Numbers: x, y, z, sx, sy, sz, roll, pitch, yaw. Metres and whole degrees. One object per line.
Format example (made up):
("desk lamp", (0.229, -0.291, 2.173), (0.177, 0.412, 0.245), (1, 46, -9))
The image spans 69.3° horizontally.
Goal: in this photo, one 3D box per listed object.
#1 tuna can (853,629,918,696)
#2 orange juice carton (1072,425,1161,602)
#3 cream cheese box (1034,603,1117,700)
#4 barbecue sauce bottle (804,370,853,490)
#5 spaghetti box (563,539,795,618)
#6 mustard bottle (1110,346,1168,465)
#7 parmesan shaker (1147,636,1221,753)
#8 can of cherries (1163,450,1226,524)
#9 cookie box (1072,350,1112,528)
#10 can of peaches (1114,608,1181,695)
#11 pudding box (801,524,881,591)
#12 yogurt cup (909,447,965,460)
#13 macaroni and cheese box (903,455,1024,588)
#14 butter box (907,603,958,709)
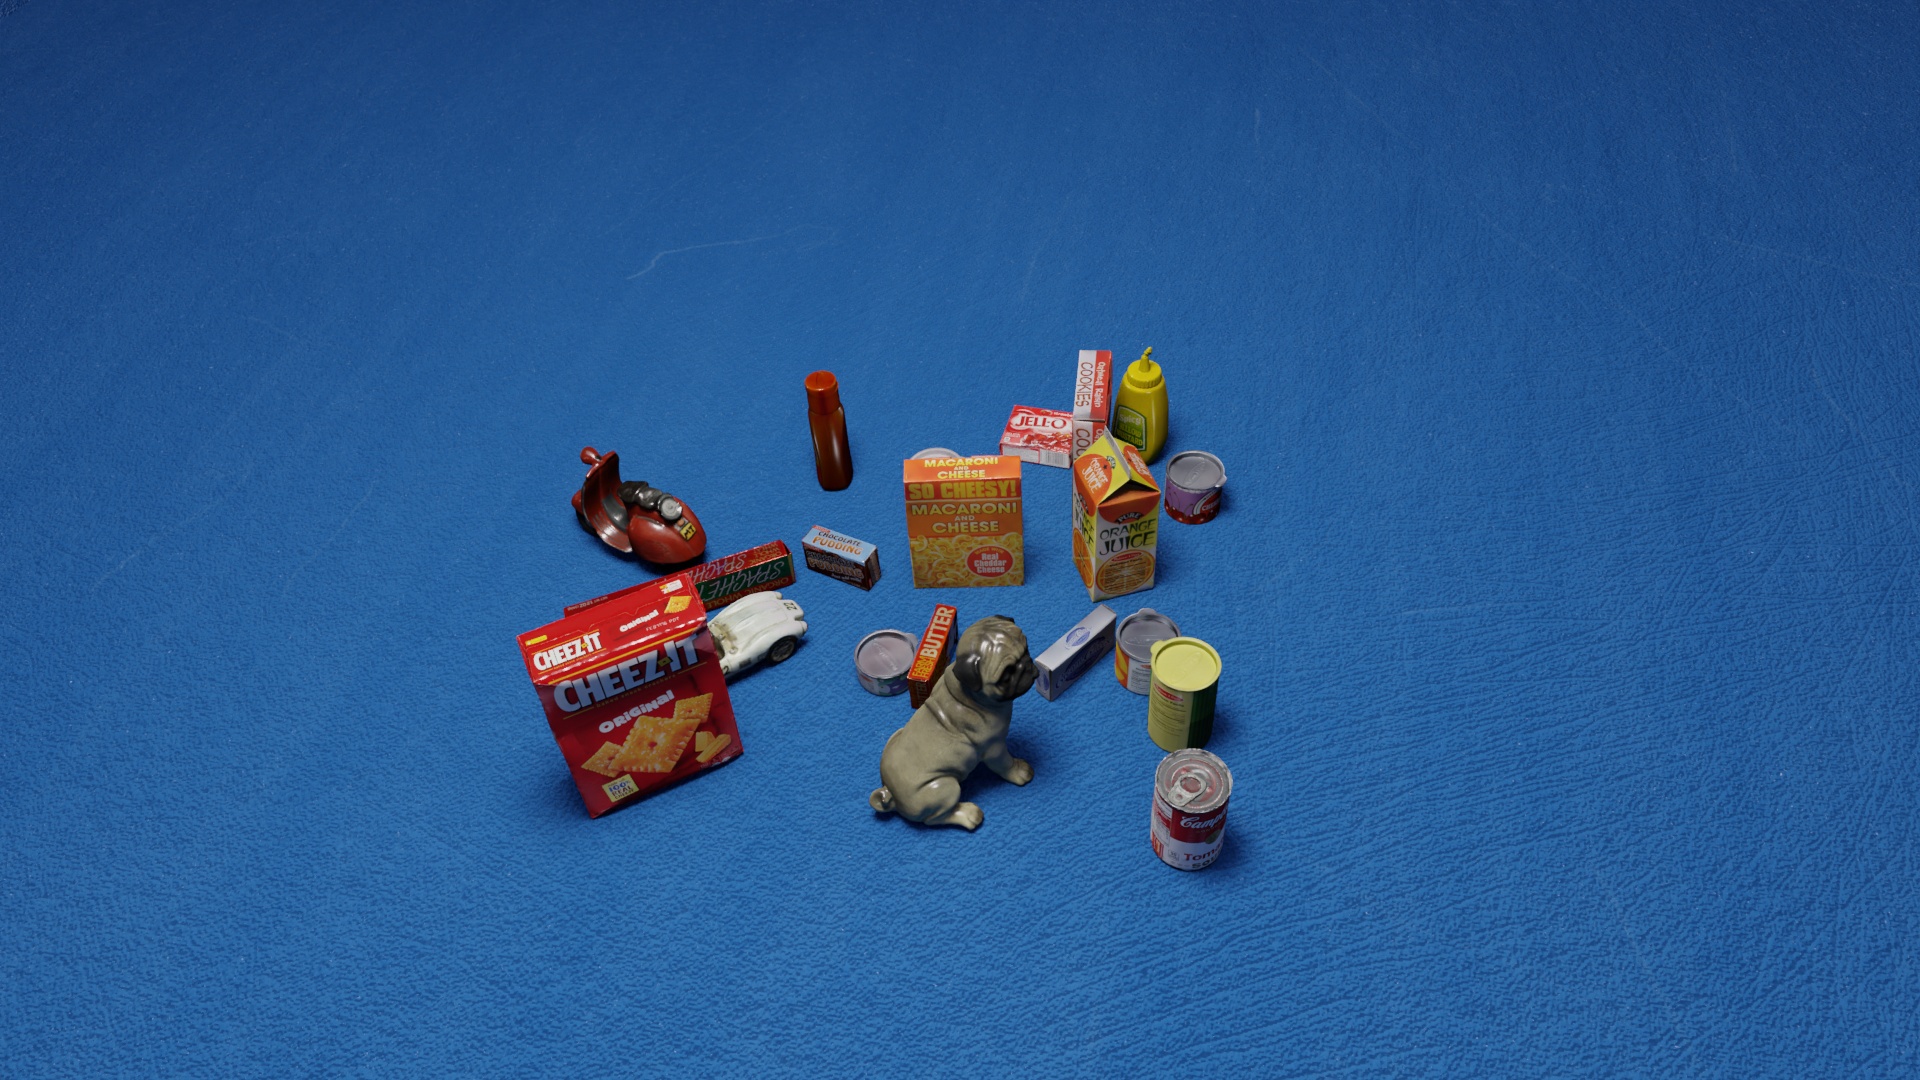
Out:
("tuna can", (-0.075, 0.126, 1.450), (0.071, 0.032, 0.071), (-2, 46, 2))
("orange juice carton", (0.164, -0.029, 1.475), (0.073, 0.191, 0.072), (-13, 46, -9))
("cream cheese box", (0.120, 0.116, 1.433), (0.104, 0.053, 0.024), (-37, 54, -28))
("barbecue sauce bottle", (-0.155, -0.131, 1.626), (0.044, 0.147, 0.065), (-5, 46, -1))
("spaghetti box", (-0.304, 0.060, 1.517), (0.251, 0.050, 0.029), (-18, 47, -14))
("mustard bottle", (0.211, -0.162, 1.624), (0.065, 0.159, 0.049), (27, 53, 27))
("parmesan shaker", (0.215, 0.151, 1.358), (0.071, 0.102, 0.072), (-2, 46, 2))
("can of cherries", (0.269, -0.059, 1.591), (0.071, 0.058, 0.072), (-2, 46, 2))
("cookie box", (0.150, -0.114, 1.577), (0.040, 0.166, 0.123), (3, 46, 7))
("can of peaches", (0.192, 0.115, 1.426), (0.071, 0.057, 0.071), (-2, 46, 2))
("pudding box", (-0.132, 0.019, 1.547), (0.084, 0.049, 0.030), (19, 50, 21))
("yogurt cup", (-0.028, -0.067, 1.621), (0.072, 0.053, 0.073), (-2, 46, 2))
("macaroni and cheese box", (0.005, -0.019, 1.493), (0.124, 0.165, 0.040), (-2, 46, 2))
("butter box", (-0.027, 0.121, 1.438), (0.024, 0.052, 0.104), (10, 47, 13))
